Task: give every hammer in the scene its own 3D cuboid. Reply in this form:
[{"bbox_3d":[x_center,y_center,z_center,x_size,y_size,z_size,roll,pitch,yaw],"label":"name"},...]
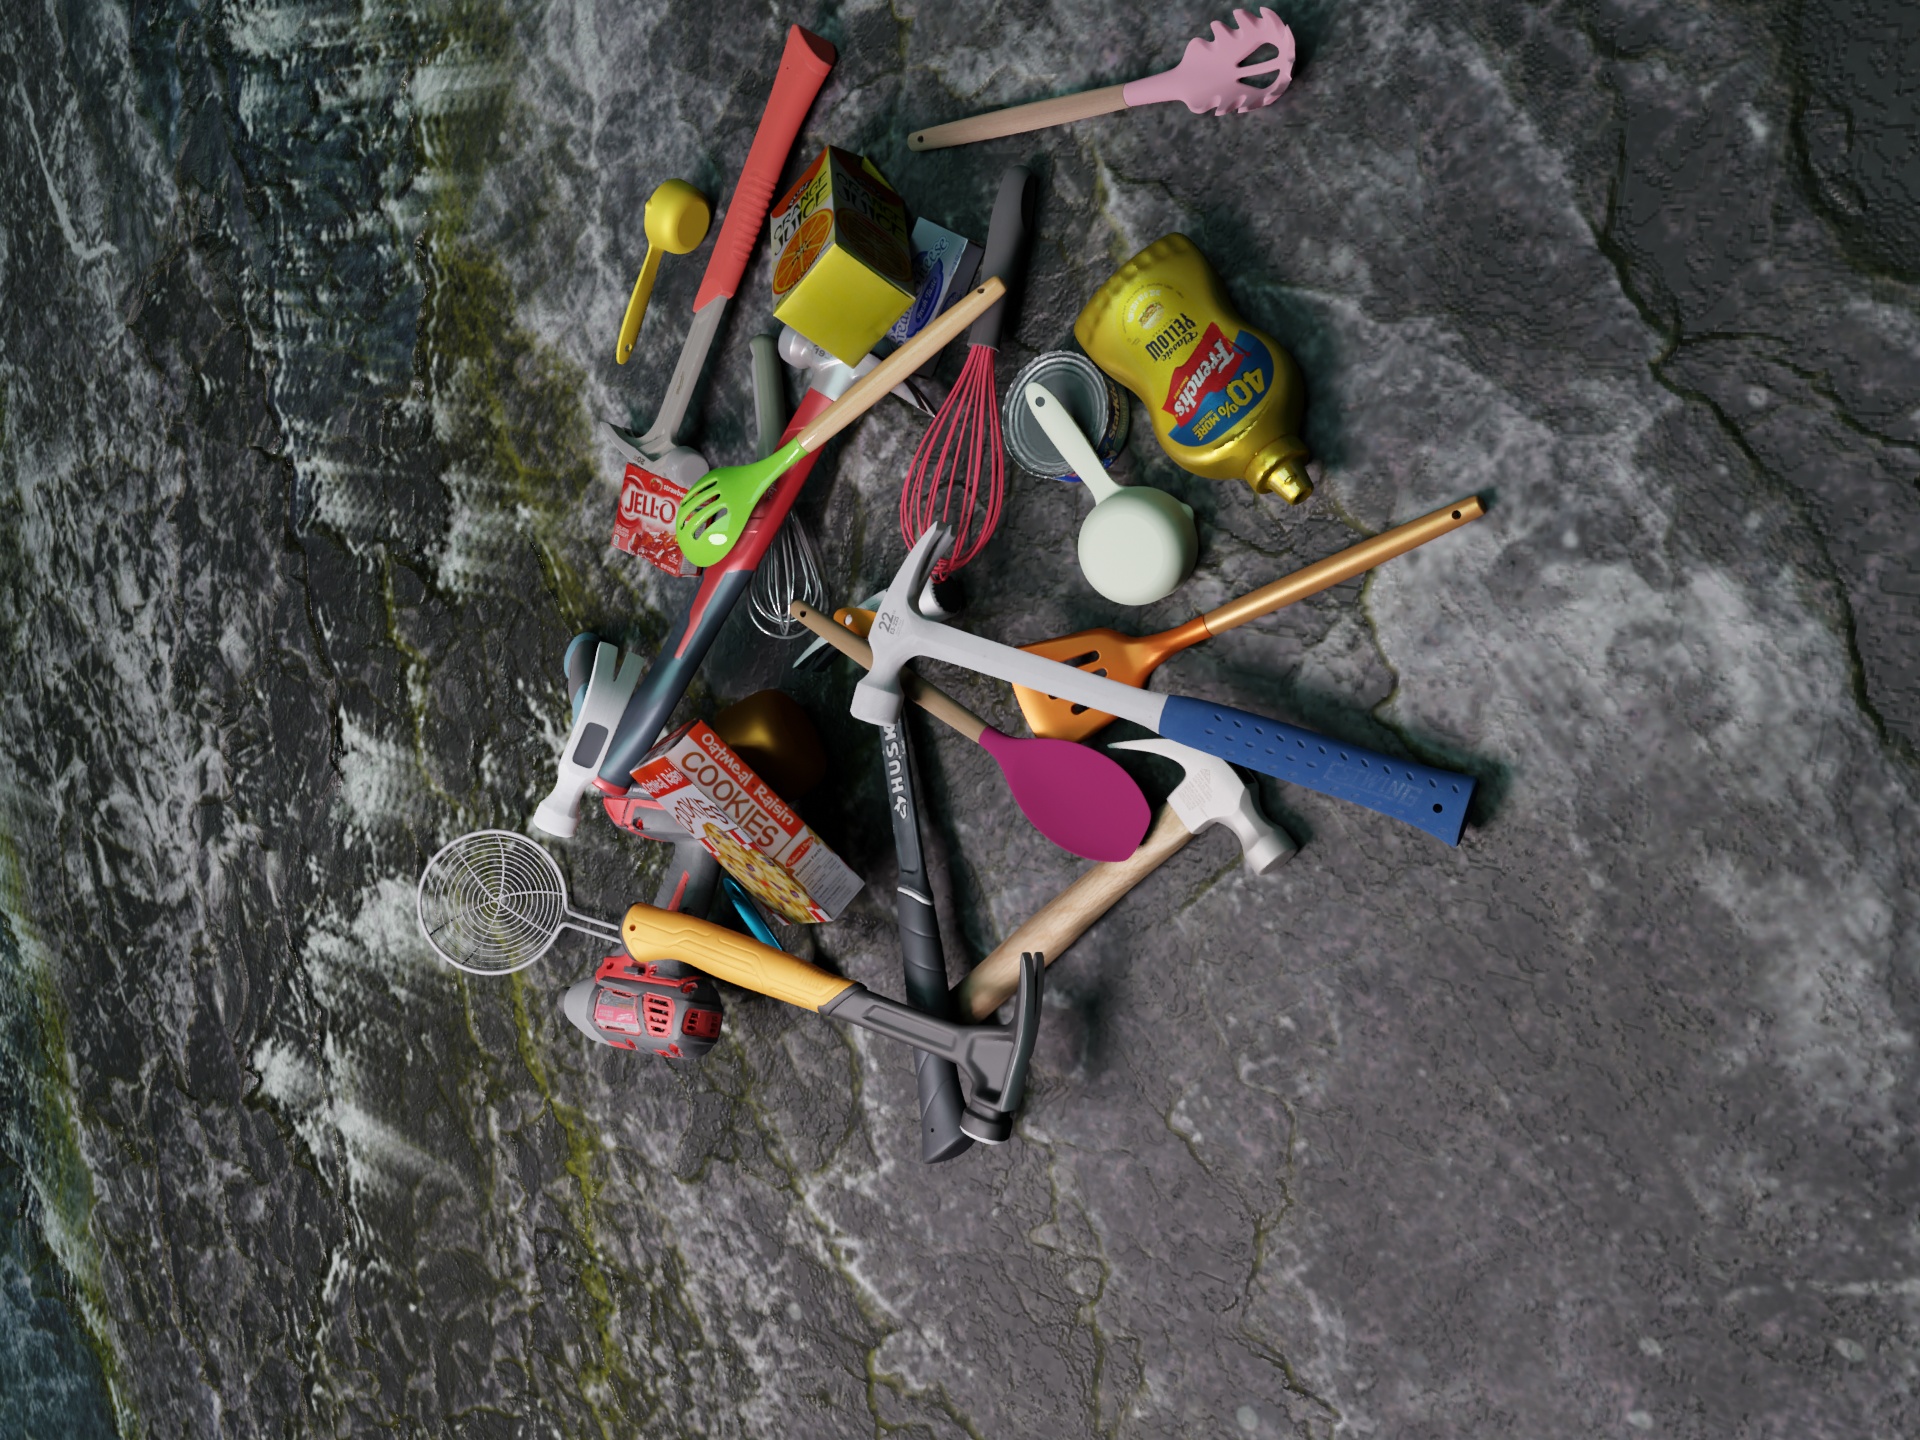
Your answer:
[{"bbox_3d":[-0.101,0.179,1.111,0.337,0.034,0.127,14,91,27],"label":"hammer"},{"bbox_3d":[0.120,-0.013,1.001,0.406,0.035,0.144,19,97,24],"label":"hammer"},{"bbox_3d":[0.073,0.131,1.085,0.331,0.031,0.130,-45,66,28],"label":"hammer"},{"bbox_3d":[-0.289,-0.018,1.227,0.128,0.033,0.331,-65,18,7],"label":"hammer"},{"bbox_3d":[-0.039,0.106,1.139,0.149,0.036,0.409,-18,73,37],"label":"hammer"},{"bbox_3d":[-0.187,-0.368,1.261,0.149,0.036,0.359,37,109,46],"label":"hammer"},{"bbox_3d":[-0.162,-0.104,1.189,0.143,0.038,0.386,35,100,28],"label":"hammer"}]

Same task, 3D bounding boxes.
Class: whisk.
[{"bbox_3d":[-0.144,-0.183,1.235,0.059,0.058,0.246,-5,80,-6],"label":"whisk"},{"bbox_3d":[0.012,-0.241,1.113,0.073,0.073,0.296,14,93,35],"label":"whisk"}]

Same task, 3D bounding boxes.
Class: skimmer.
[{"bbox_3d":[-0.304,0.176,1.323,0.363,0.090,0.127,9,82,35],"label":"skimmer"}]

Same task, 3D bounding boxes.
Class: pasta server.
[{"bbox_3d":[0.086,-0.417,1.070,0.316,0.040,0.060,3,103,37],"label":"pasta server"}]

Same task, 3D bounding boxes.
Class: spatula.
[{"bbox_3d":[0.175,-0.068,1.004,0.322,0.041,0.081,-25,88,32],"label":"spatula"}]

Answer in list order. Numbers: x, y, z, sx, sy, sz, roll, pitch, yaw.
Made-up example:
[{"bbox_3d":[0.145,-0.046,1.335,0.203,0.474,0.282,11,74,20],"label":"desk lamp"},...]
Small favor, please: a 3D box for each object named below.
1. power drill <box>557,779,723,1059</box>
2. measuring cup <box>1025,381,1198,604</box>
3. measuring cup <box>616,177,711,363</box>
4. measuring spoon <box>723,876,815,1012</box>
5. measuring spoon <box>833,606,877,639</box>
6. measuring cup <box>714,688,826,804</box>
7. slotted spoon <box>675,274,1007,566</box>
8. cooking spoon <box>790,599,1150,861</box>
[{"bbox_3d":[-0.241,0.148,1.248,0.143,0.078,0.220,2,76,30],"label":"power drill"},{"bbox_3d":[0.087,-0.149,1.036,0.083,0.038,0.167,-35,91,30],"label":"measuring cup"},{"bbox_3d":[-0.244,-0.361,1.297,0.029,0.062,0.156,27,104,21],"label":"measuring cup"},{"bbox_3d":[-0.138,0.168,1.220,0.042,0.021,0.128,-28,99,48],"label":"measuring spoon"},{"bbox_3d":[-0.051,-0.064,1.142,0.117,0.011,0.021,17,93,44],"label":"measuring spoon"},{"bbox_3d":[-0.118,0.055,1.207,0.052,0.095,0.173,-32,93,14],"label":"measuring cup"},{"bbox_3d":[-0.093,-0.213,1.125,0.313,0.031,0.070,-35,61,20],"label":"slotted spoon"},{"bbox_3d":[-0.002,-0.003,1.094,0.319,0.017,0.068,34,106,25],"label":"cooking spoon"}]
